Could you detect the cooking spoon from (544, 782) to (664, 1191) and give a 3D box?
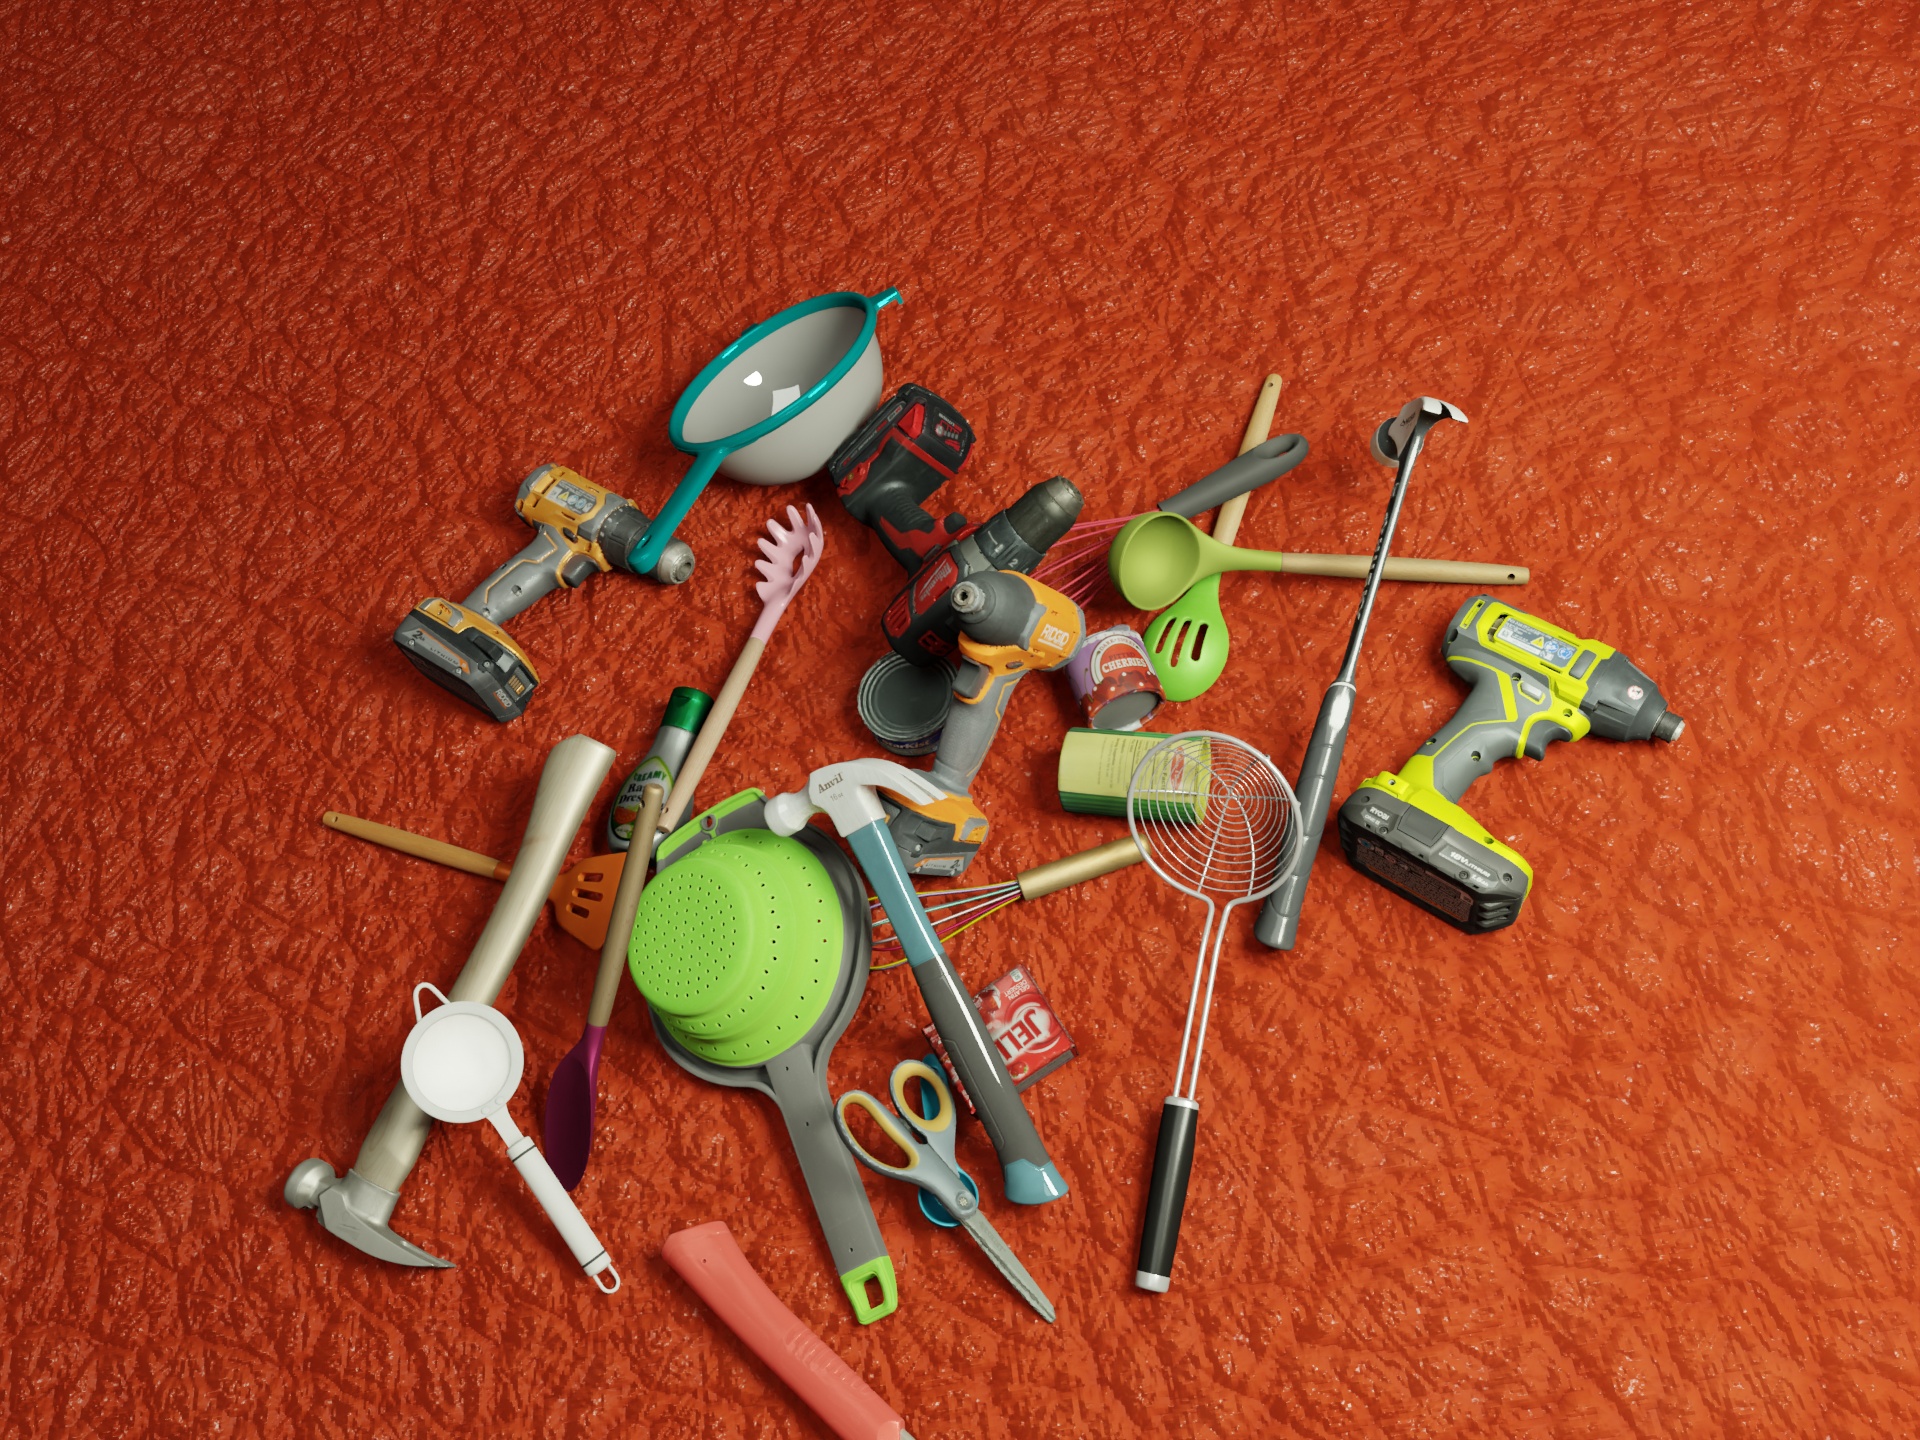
[{"bbox_3d":[-0.253,0.193,1.135,0.069,0.017,0.319,31,111,44],"label":"cooking spoon"}]

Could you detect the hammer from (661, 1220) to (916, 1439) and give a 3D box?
[{"bbox_3d":[-0.071,0.460,1.033,0.359,0.036,0.149,33,82,28],"label":"hammer"}]

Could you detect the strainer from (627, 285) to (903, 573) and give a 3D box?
[{"bbox_3d":[-0.170,-0.226,1.359,0.211,0.095,0.340,-2,48,39],"label":"strainer"}]

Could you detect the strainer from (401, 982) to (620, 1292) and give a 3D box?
[{"bbox_3d":[-0.322,0.302,1.142,0.087,0.050,0.258,-32,83,-36],"label":"strainer"}]

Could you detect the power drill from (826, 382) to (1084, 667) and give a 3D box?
[{"bbox_3d":[-0.006,-0.172,1.273,0.188,0.080,0.227,-41,46,20],"label":"power drill"}]

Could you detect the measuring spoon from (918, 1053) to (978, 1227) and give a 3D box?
[{"bbox_3d":[-0.015,0.297,1.121,0.042,0.021,0.129,0,51,-11],"label":"measuring spoon"}]

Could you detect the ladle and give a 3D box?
[{"bbox_3d":[0.273,-0.116,1.214,0.320,0.078,0.062,4,23,4],"label":"ladle"}]

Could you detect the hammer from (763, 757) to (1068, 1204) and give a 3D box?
[{"bbox_3d":[-0.017,0.177,1.090,0.128,0.033,0.331,-30,82,28],"label":"hammer"}]

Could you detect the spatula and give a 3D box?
[{"bbox_3d":[-0.401,0.114,1.301,0.323,0.041,0.081,13,74,22],"label":"spatula"}]

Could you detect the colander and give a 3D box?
[{"bbox_3d":[-0.143,0.229,1.121,0.204,0.094,0.397,-32,65,17],"label":"colander"}]

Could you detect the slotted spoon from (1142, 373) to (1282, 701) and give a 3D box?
[{"bbox_3d":[0.214,-0.157,1.289,0.070,0.031,0.314,11,65,24],"label":"slotted spoon"}]

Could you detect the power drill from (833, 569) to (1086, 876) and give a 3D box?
[{"bbox_3d":[-0.002,-0.004,1.155,0.084,0.164,0.226,30,96,25],"label":"power drill"}]

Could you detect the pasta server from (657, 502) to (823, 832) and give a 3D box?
[{"bbox_3d":[-0.183,-0.047,1.309,0.060,0.040,0.316,-1,54,35],"label":"pasta server"}]

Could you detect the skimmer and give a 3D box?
[{"bbox_3d":[0.148,0.191,1.063,0.127,0.090,0.363,4,72,29],"label":"skimmer"}]

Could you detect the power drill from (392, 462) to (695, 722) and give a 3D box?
[{"bbox_3d":[-0.356,-0.109,1.386,0.185,0.084,0.226,27,68,24],"label":"power drill"}]

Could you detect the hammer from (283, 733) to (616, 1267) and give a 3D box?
[{"bbox_3d":[-0.361,0.204,1.216,0.146,0.038,0.411,20,78,22],"label":"hammer"}]

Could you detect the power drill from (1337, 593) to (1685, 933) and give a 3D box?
[{"bbox_3d":[0.384,0.030,1.119,0.171,0.080,0.223,31,71,26],"label":"power drill"}]

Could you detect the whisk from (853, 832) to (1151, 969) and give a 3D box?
[{"bbox_3d":[0.023,0.128,1.182,0.245,0.051,0.047,-19,54,1],"label":"whisk"}]

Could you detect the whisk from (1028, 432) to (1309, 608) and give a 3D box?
[{"bbox_3d":[0.145,-0.155,1.275,0.296,0.073,0.073,-27,60,3],"label":"whisk"}]

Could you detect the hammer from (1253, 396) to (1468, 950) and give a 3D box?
[{"bbox_3d":[0.277,-0.036,1.127,0.036,0.149,0.409,16,86,1],"label":"hammer"}]
